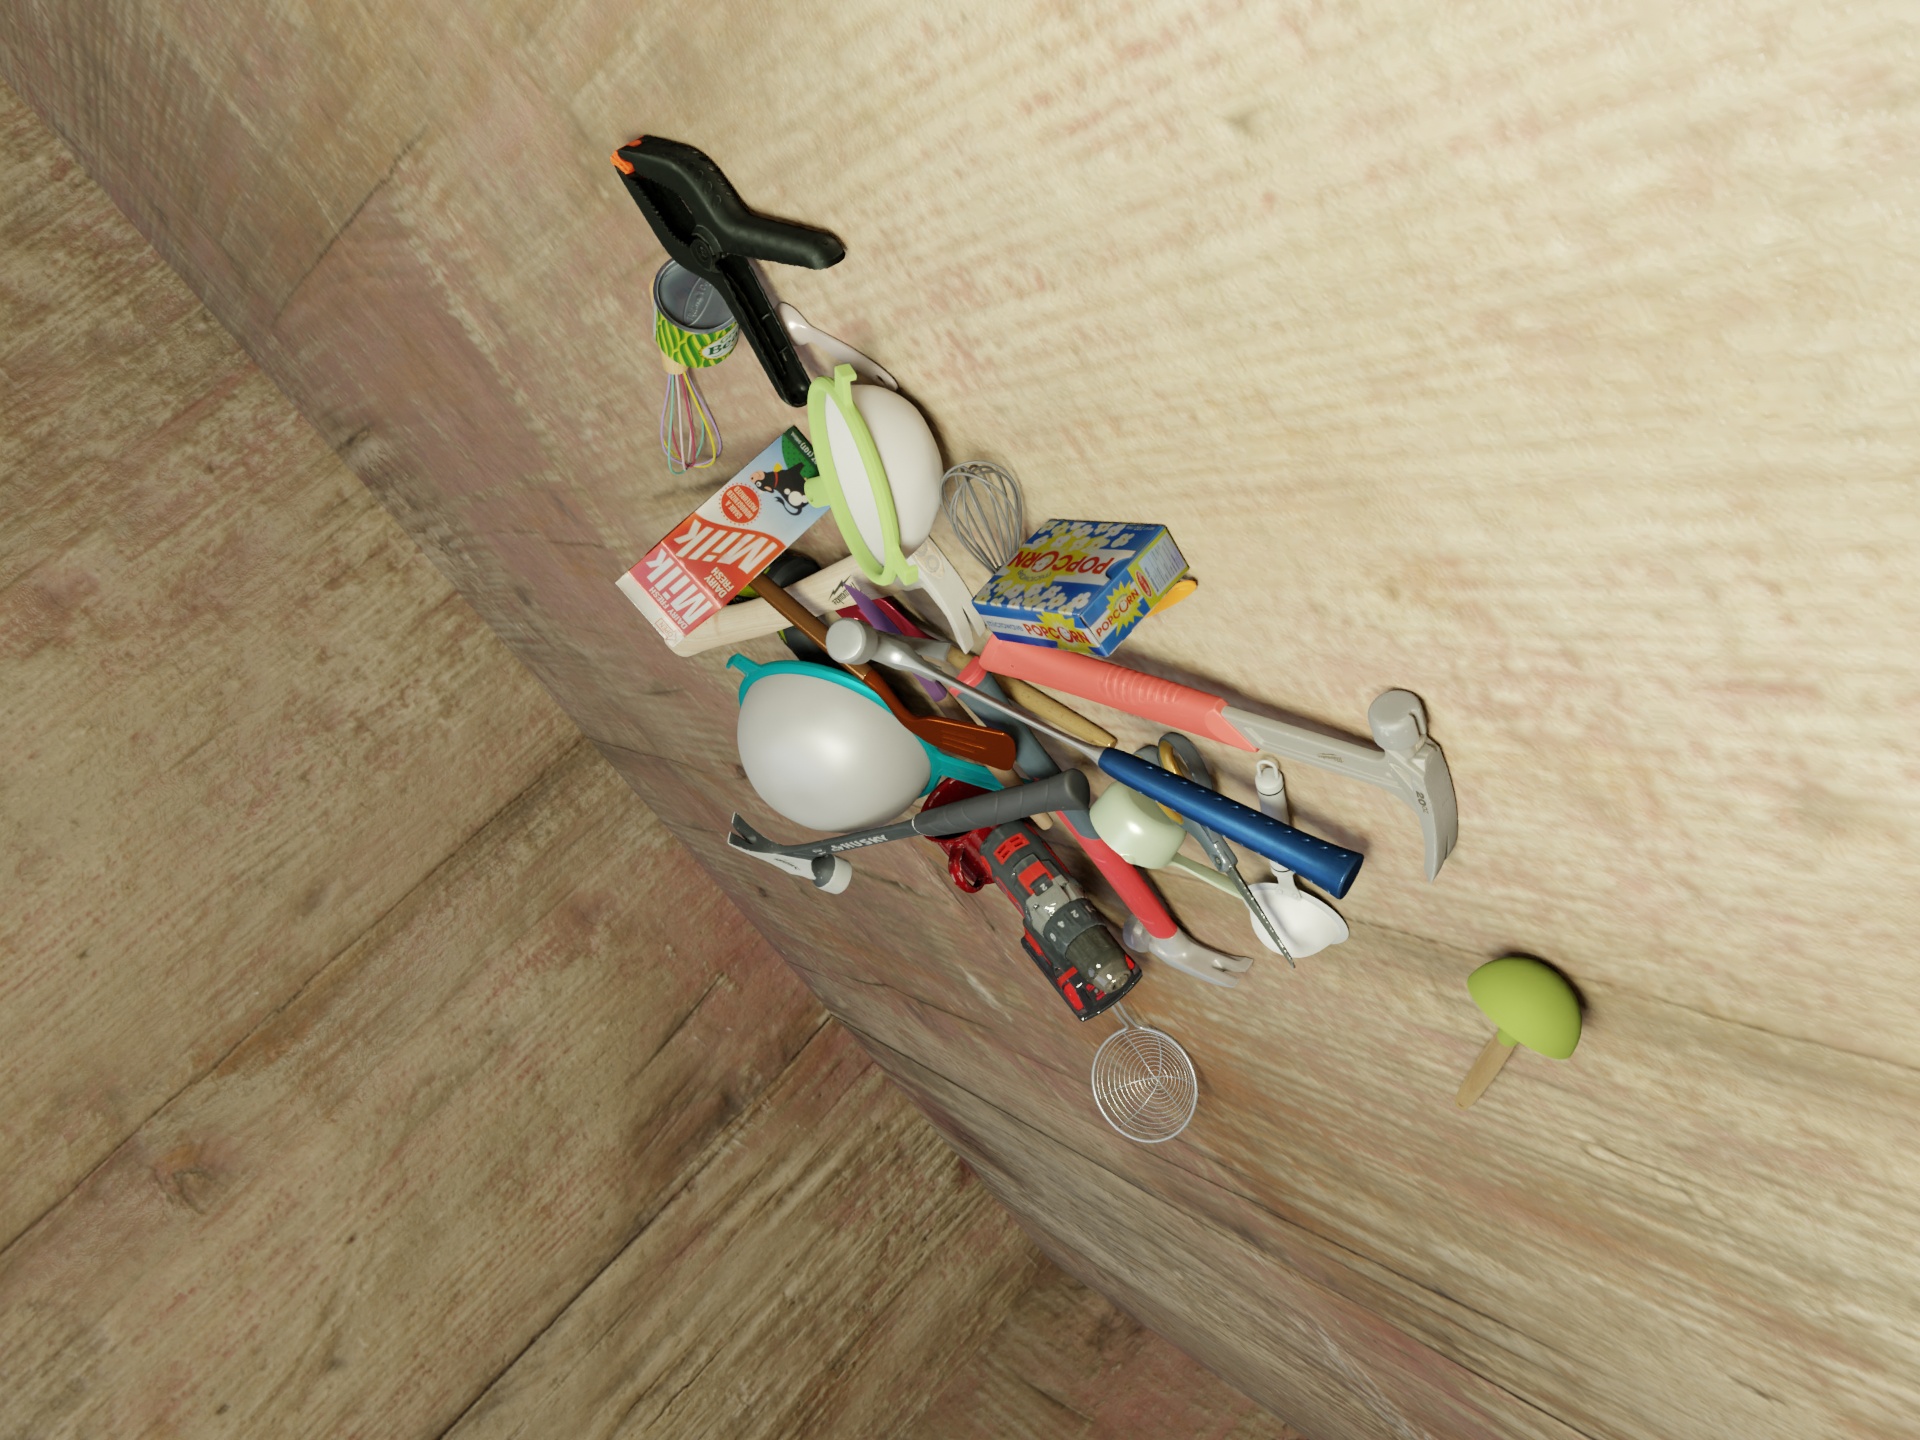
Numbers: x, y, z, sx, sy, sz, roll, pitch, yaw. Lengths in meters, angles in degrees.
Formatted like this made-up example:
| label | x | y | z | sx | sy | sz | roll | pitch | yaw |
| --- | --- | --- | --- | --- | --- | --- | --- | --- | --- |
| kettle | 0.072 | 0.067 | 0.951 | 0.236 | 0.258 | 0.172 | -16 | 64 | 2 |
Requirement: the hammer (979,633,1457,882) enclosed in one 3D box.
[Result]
| label | x | y | z | sx | sy | sz | roll | pitch | yaw |
| --- | --- | --- | --- | --- | --- | --- | --- | --- | --- |
| hammer | 0.158 | 0.000 | 1.066 | 0.359 | 0.037 | 0.149 | 19 | 149 | 40 |

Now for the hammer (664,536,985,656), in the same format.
| label | x | y | z | sx | sy | sz | roll | pitch | yaw |
| --- | --- | --- | --- | --- | --- | --- | --- | --- | --- |
| hammer | -0.144 | -0.095 | 1.412 | 0.411 | 0.038 | 0.146 | -11 | 123 | 51 |

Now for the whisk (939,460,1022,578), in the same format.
| label | x | y | z | sx | sy | sz | roll | pitch | yaw |
| --- | --- | --- | --- | --- | --- | --- | --- | --- | --- |
| whisk | 0.036 | -0.105 | 1.151 | 0.055 | 0.055 | 0.238 | 33 | 163 | 32 |

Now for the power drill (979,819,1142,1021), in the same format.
| label | x | y | z | sx | sy | sz | roll | pitch | yaw |
| --- | --- | --- | --- | --- | --- | --- | --- | --- | --- |
| power drill | 0.108 | 0.207 | 1.503 | 0.188 | 0.080 | 0.226 | 50 | 174 | 32 |

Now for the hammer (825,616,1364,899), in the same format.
| label | x | y | z | sx | sy | sz | roll | pitch | yaw |
| --- | --- | --- | --- | --- | --- | --- | --- | --- | --- |
| hammer | 0.097 | 0.021 | 1.145 | 0.406 | 0.035 | 0.144 | 27 | -172 | 23 |

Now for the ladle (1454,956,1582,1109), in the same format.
| label | x | y | z | sx | sy | sz | roll | pitch | yaw |
| --- | --- | --- | --- | --- | --- | --- | --- | --- | --- |
| ladle | 0.378 | 0.242 | 1.136 | 0.078 | 0.062 | 0.319 | 40 | 164 | 23 |

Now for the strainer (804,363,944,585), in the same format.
| label | x | y | z | sx | sy | sz | roll | pitch | yaw |
| --- | --- | --- | --- | --- | --- | --- | --- | --- | --- |
| strainer | -0.064 | -0.180 | 1.167 | 0.256 | 0.069 | 0.151 | -161 | 52 | -74 |

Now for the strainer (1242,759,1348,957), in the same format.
| label | x | y | z | sx | sy | sz | roll | pitch | yaw |
| --- | --- | --- | --- | --- | --- | --- | --- | --- | --- |
| strainer | 0.239 | 0.114 | 1.186 | 0.087 | 0.050 | 0.258 | 14 | 144 | 29 |

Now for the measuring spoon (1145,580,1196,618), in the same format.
| label | x | y | z | sx | sy | sz | roll | pitch | yaw |
| --- | --- | --- | --- | --- | --- | --- | --- | --- | --- |
| measuring spoon | 0.127 | -0.079 | 1.053 | 0.117 | 0.021 | 0.011 | 149 | 120 | -70 |

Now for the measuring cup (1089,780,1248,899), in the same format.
| label | x | y | z | sx | sy | sz | roll | pitch | yaw |
| --- | --- | --- | --- | --- | --- | --- | --- | --- | --- |
| measuring cup | 0.184 | 0.099 | 1.266 | 0.167 | 0.083 | 0.038 | 28 | 118 | -6 |

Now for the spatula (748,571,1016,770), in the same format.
| label | x | y | z | sx | sy | sz | roll | pitch | yaw |
| --- | --- | --- | --- | --- | --- | --- | --- | --- | --- |
| spatula | -0.087 | -0.058 | 1.326 | 0.323 | 0.041 | 0.081 | 40 | 163 | 15 |

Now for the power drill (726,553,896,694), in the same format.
| label | x | y | z | sx | sy | sz | roll | pitch | yaw |
| --- | --- | --- | --- | --- | --- | --- | --- | --- | --- |
| power drill | -0.161 | -0.073 | 1.583 | 0.191 | 0.080 | 0.228 | 15 | 142 | 54 |

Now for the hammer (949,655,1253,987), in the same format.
| label | x | y | z | sx | sy | sz | roll | pitch | yaw |
| --- | --- | --- | --- | --- | --- | --- | --- | --- | --- |
| hammer | 0.115 | 0.092 | 1.365 | 0.143 | 0.038 | 0.385 | 16 | 150 | 53 |

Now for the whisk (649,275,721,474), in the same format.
| label | x | y | z | sx | sy | sz | roll | pitch | yaw |
| --- | --- | --- | --- | --- | --- | --- | --- | --- | --- |
| whisk | -0.244 | -0.289 | 1.356 | 0.047 | 0.051 | 0.244 | 45 | 159 | 18 |

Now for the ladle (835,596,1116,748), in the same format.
| label | x | y | z | sx | sy | sz | roll | pitch | yaw |
| --- | --- | --- | --- | --- | --- | --- | --- | --- | --- |
| ladle | 0.007 | -0.048 | 1.355 | 0.316 | 0.031 | 0.069 | 31 | 159 | 32 |

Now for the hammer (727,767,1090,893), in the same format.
| label | x | y | z | sx | sy | sz | roll | pitch | yaw |
| --- | --- | --- | --- | --- | --- | --- | --- | --- | --- |
| hammer | -0.044 | 0.091 | 1.392 | 0.149 | 0.036 | 0.409 | 26 | 151 | -36 |

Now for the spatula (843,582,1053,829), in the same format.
| label | x | y | z | sx | sy | sz | roll | pitch | yaw |
| --- | --- | --- | --- | --- | --- | --- | --- | --- | --- |
| spatula | -0.002 | -0.004 | 1.347 | 0.060 | 0.018 | 0.315 | 31 | 164 | 53 |

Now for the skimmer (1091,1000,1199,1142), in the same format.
| label | x | y | z | sx | sy | sz | roll | pitch | yaw |
| --- | --- | --- | --- | --- | --- | --- | --- | --- | --- |
| skimmer | 0.148 | 0.306 | 1.701 | 0.127 | 0.090 | 0.363 | -11 | 126 | 29 |

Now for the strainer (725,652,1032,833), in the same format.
| label | x | y | z | sx | sy | sz | roll | pitch | yaw |
| --- | --- | --- | --- | --- | --- | --- | --- | --- | --- |
| strainer | -0.072 | 0.060 | 1.479 | 0.340 | 0.095 | 0.210 | 15 | 148 | 19 |

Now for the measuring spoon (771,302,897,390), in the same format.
| label | x | y | z | sx | sy | sz | roll | pitch | yaw |
| --- | --- | --- | --- | --- | --- | --- | --- | --- | --- |
| measuring spoon | -0.093 | -0.260 | 1.131 | 0.124 | 0.018 | 0.034 | 35 | 159 | 27 |
